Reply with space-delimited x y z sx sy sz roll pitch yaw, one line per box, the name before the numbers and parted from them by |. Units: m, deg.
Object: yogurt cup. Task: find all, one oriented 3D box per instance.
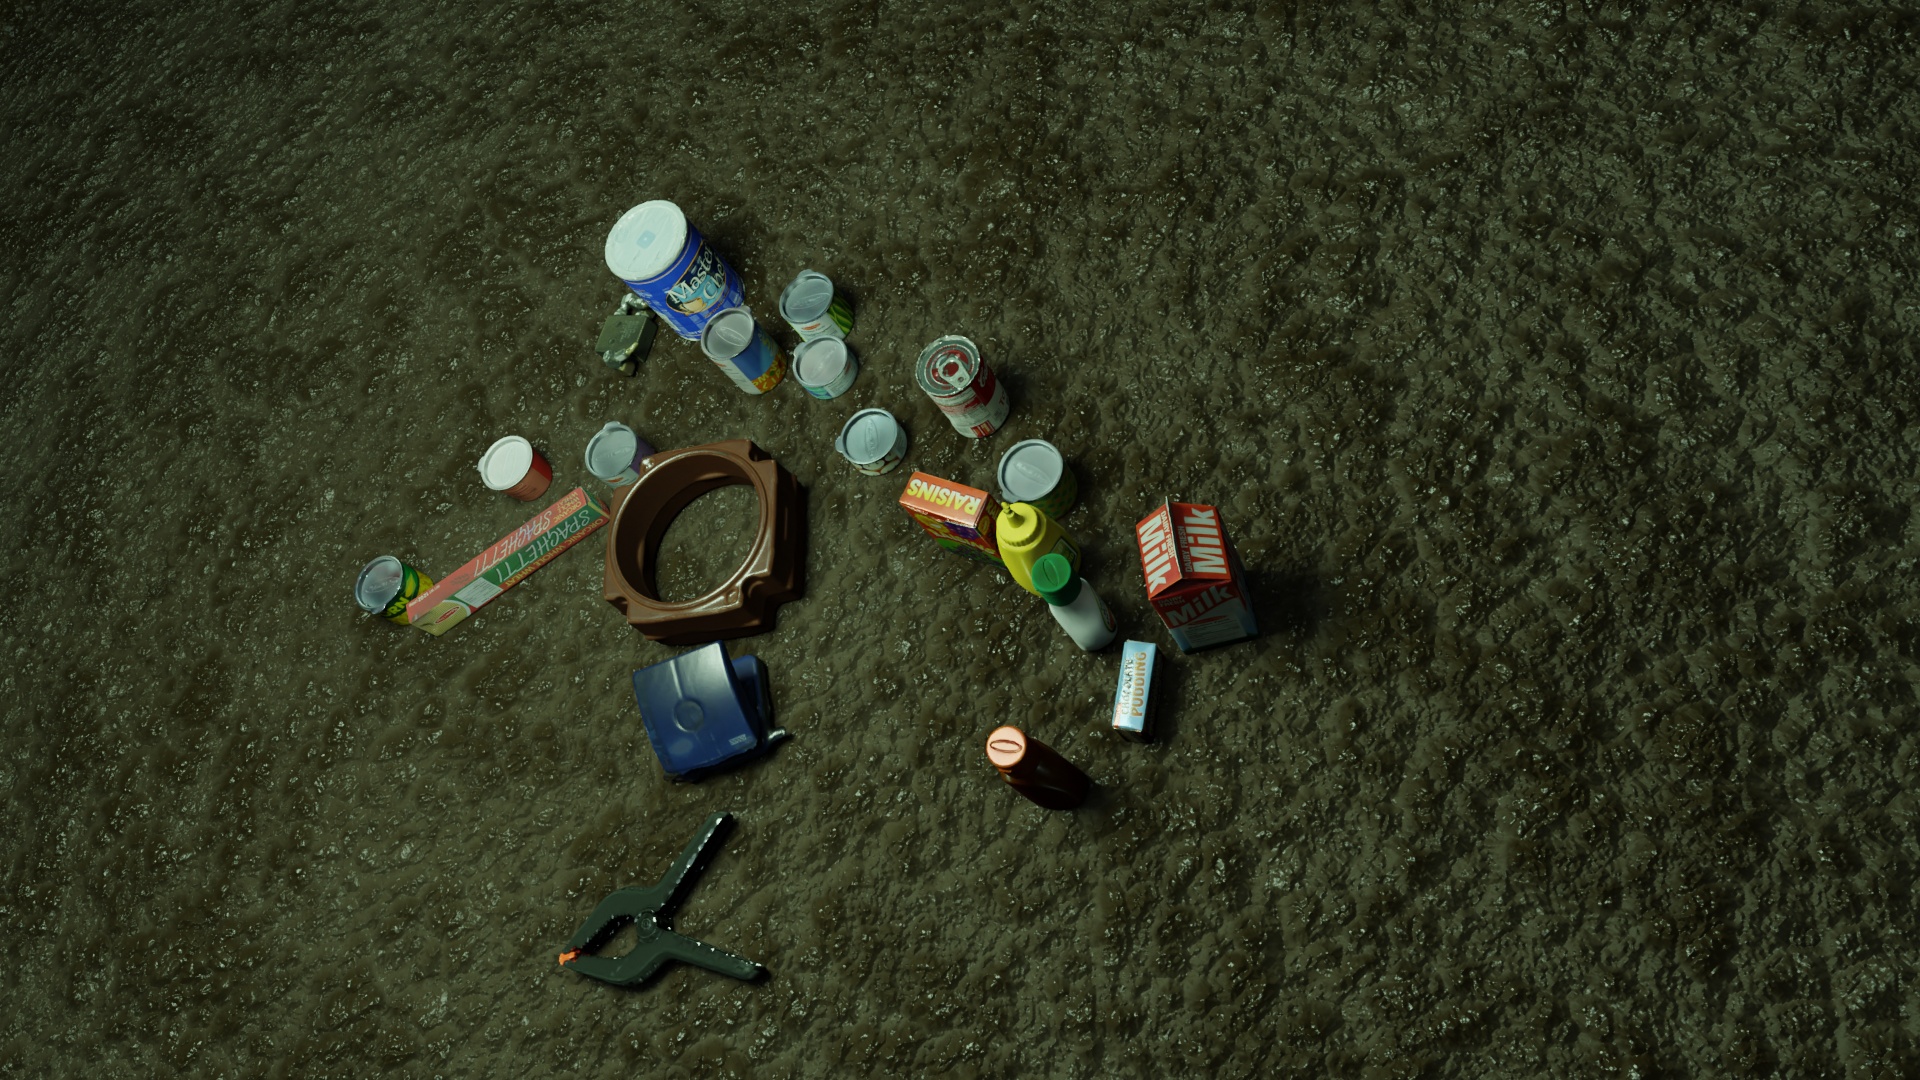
yogurt cup | -0.513 -0.080 1.616 0.072 0.054 0.072 -8 65 18

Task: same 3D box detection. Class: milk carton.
milk carton | 0.204 0.030 1.205 0.073 0.190 0.072 -15 63 15

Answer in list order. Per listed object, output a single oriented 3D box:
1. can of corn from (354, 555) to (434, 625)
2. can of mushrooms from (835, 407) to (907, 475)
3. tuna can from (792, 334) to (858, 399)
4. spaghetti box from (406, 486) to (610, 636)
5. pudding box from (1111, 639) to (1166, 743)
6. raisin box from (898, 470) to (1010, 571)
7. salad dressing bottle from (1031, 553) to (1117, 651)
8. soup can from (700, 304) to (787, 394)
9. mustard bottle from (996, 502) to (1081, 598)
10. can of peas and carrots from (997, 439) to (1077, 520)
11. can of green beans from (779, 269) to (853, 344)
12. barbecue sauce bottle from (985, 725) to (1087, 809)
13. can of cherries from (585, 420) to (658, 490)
can of corn | -0.653 0.061 1.605 0.071 0.058 0.071 -8 65 18
can of mushrooms | -0.094 -0.104 1.473 0.071 0.033 0.071 -8 65 18
tuna can | -0.151 -0.192 1.536 0.071 0.032 0.071 -8 65 18
spaghetti box | -0.510 0.024 1.570 0.250 0.050 0.029 -34 60 5
pudding box | 0.162 0.137 1.256 0.030 0.049 0.084 4 69 23
raisin box | 0.005 -0.017 1.344 0.086 0.123 0.040 19 76 27
salad dressing bottle | 0.103 0.055 1.259 0.044 0.147 0.064 -28 61 9
soup can | -0.238 -0.213 1.550 0.071 0.083 0.071 -8 65 18
mustard bottle | 0.066 0.003 1.289 0.049 0.160 0.065 29 81 29
can of peas and carrots | 0.076 -0.056 1.371 0.071 0.058 0.071 -8 65 18
can of green beans | -0.160 -0.256 1.554 0.071 0.057 0.071 -8 65 18
barbecue sauce bottle | 0.063 0.198 1.210 0.065 0.148 0.044 5 70 23
can of cherries | -0.378 -0.091 1.565 0.071 0.058 0.072 -8 65 18
